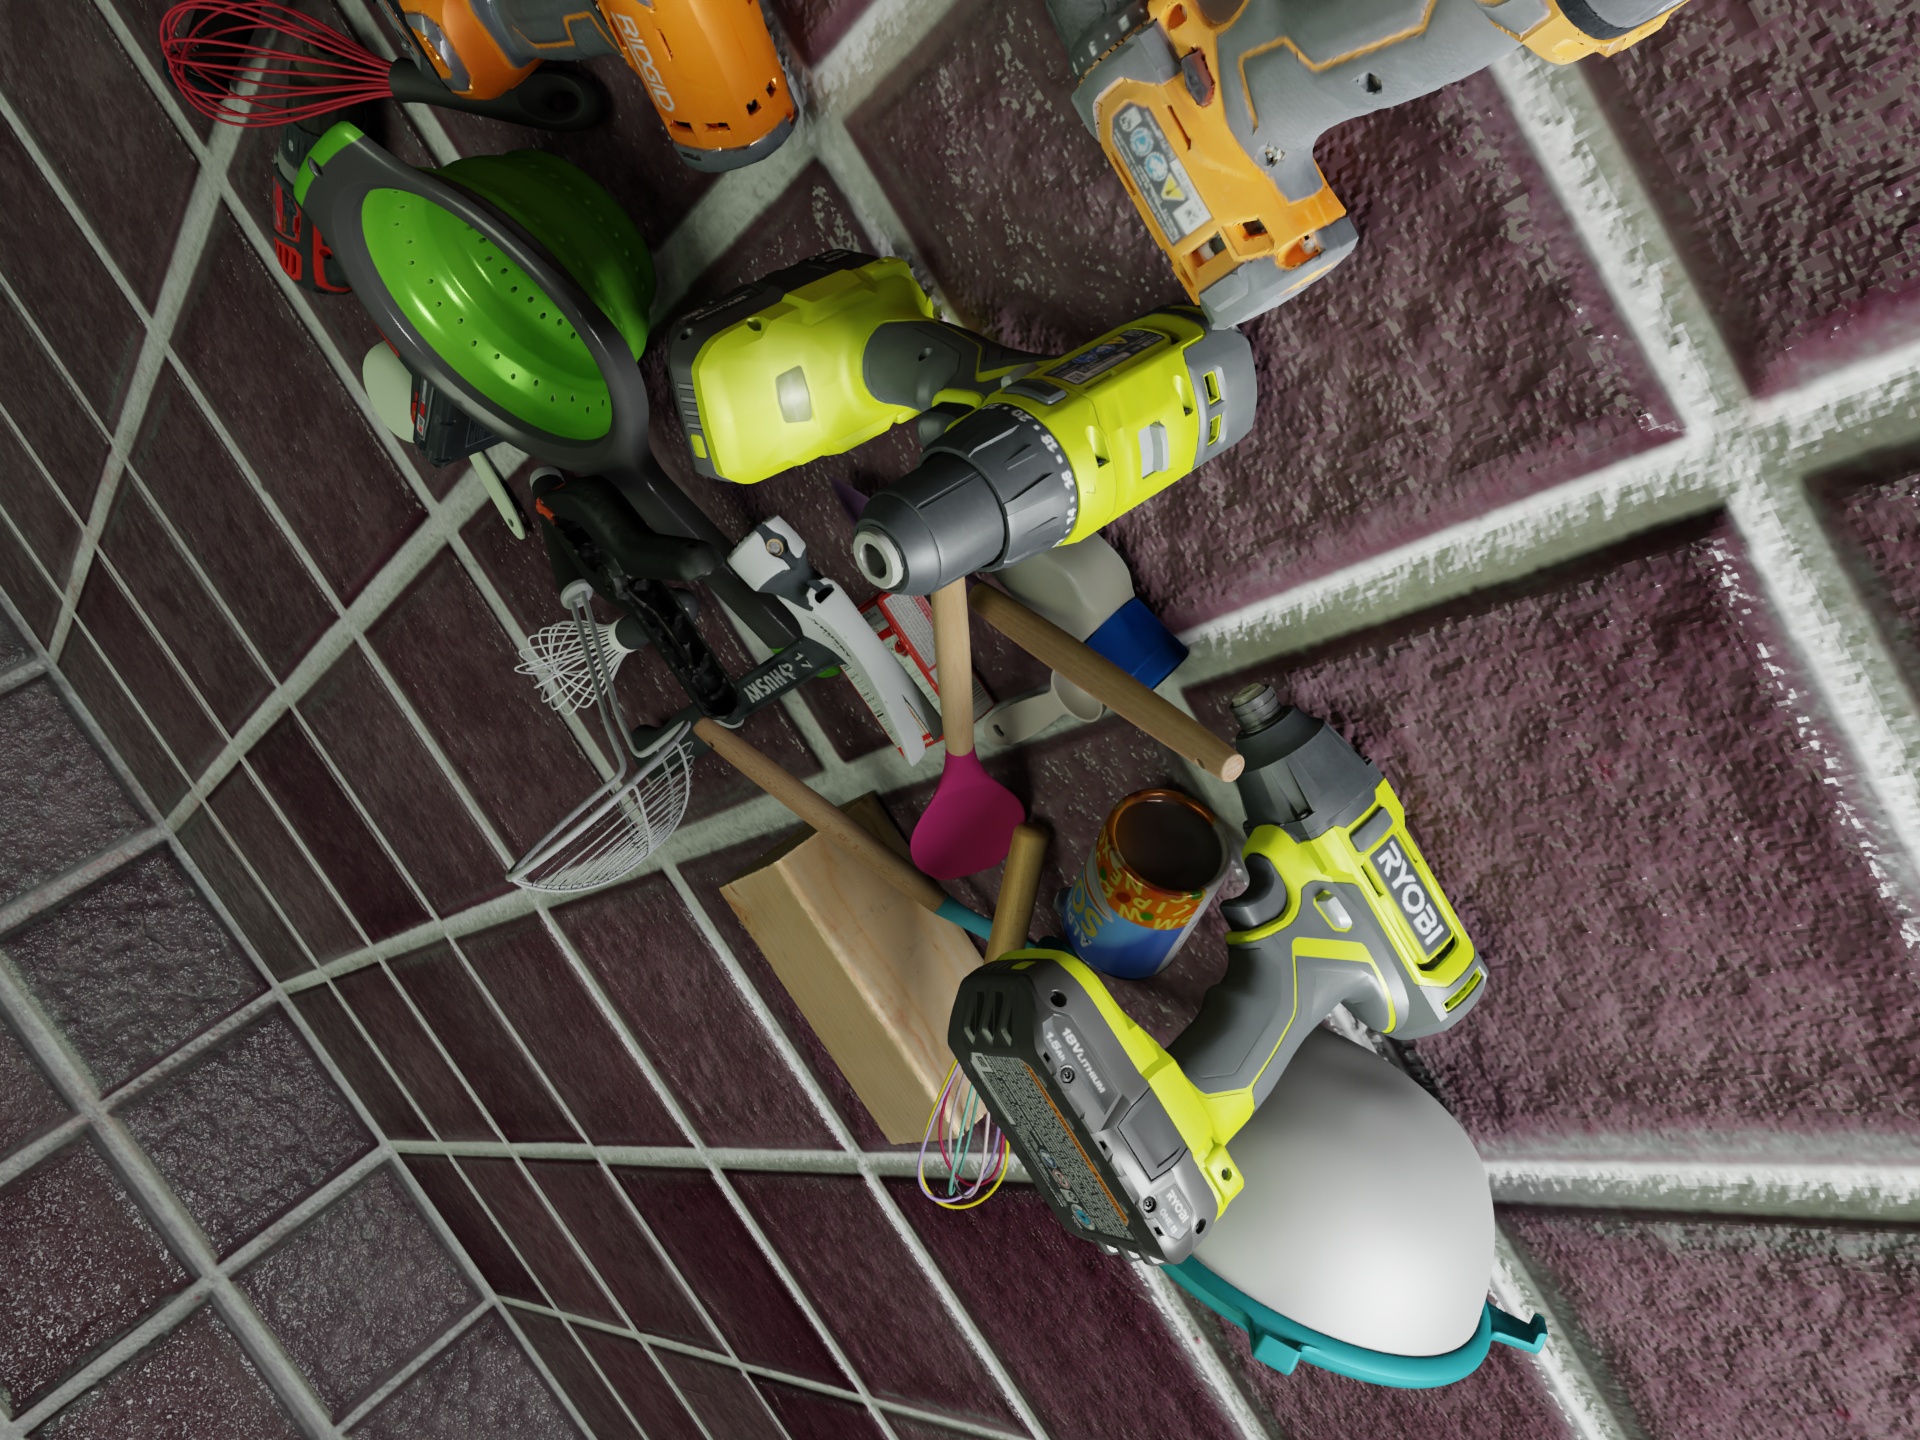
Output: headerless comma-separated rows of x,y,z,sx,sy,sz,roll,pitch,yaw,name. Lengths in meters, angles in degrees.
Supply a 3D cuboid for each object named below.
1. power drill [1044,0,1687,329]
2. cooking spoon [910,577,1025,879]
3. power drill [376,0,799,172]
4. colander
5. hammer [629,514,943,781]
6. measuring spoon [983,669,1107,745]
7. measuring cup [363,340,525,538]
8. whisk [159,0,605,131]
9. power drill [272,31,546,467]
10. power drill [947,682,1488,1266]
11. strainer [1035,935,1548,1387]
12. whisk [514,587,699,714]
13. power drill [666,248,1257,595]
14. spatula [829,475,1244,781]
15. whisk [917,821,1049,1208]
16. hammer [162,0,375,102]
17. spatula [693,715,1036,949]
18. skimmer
0.111,-0.248,0.503,0.185,0.084,0.226,59,149,-5,power drill
-0.001,-0.003,0.817,0.318,0.068,0.017,86,167,-55,cooking spoon
-0.187,-0.349,0.724,0.227,0.084,0.164,26,158,31,power drill
-0.185,-0.186,0.903,0.396,0.094,0.204,47,153,-23,colander
-0.137,-0.007,0.990,0.149,0.036,0.409,47,154,-9,hammer
0.045,-0.008,0.843,0.034,0.018,0.124,56,152,-4,measuring spoon
-0.368,-0.195,1.131,0.083,0.038,0.167,-25,97,55,measuring cup
-0.325,-0.356,0.881,0.296,0.073,0.073,14,132,18,whisk
-0.356,-0.295,1.004,0.227,0.080,0.187,50,145,10,power drill
0.111,0.102,0.674,0.171,0.223,0.080,58,151,-7,power drill
0.143,0.178,0.808,0.341,0.210,0.095,44,115,51,strainer
-0.231,-0.052,1.060,0.284,0.070,0.070,-13,109,58,whisk
-0.019,-0.127,0.662,0.229,0.190,0.080,25,137,41,power drill
0.024,-0.048,0.758,0.316,0.018,0.059,38,162,46,spatula
0.021,0.176,0.929,0.047,0.051,0.245,17,104,21,whisk
-0.442,-0.438,0.965,0.331,0.128,0.033,5,86,58,hammer
-0.037,0.103,0.965,0.317,0.044,0.082,37,149,-7,spatula
-0.236,-0.048,0.940,0.090,0.127,0.364,35,-157,-47,skimmer
